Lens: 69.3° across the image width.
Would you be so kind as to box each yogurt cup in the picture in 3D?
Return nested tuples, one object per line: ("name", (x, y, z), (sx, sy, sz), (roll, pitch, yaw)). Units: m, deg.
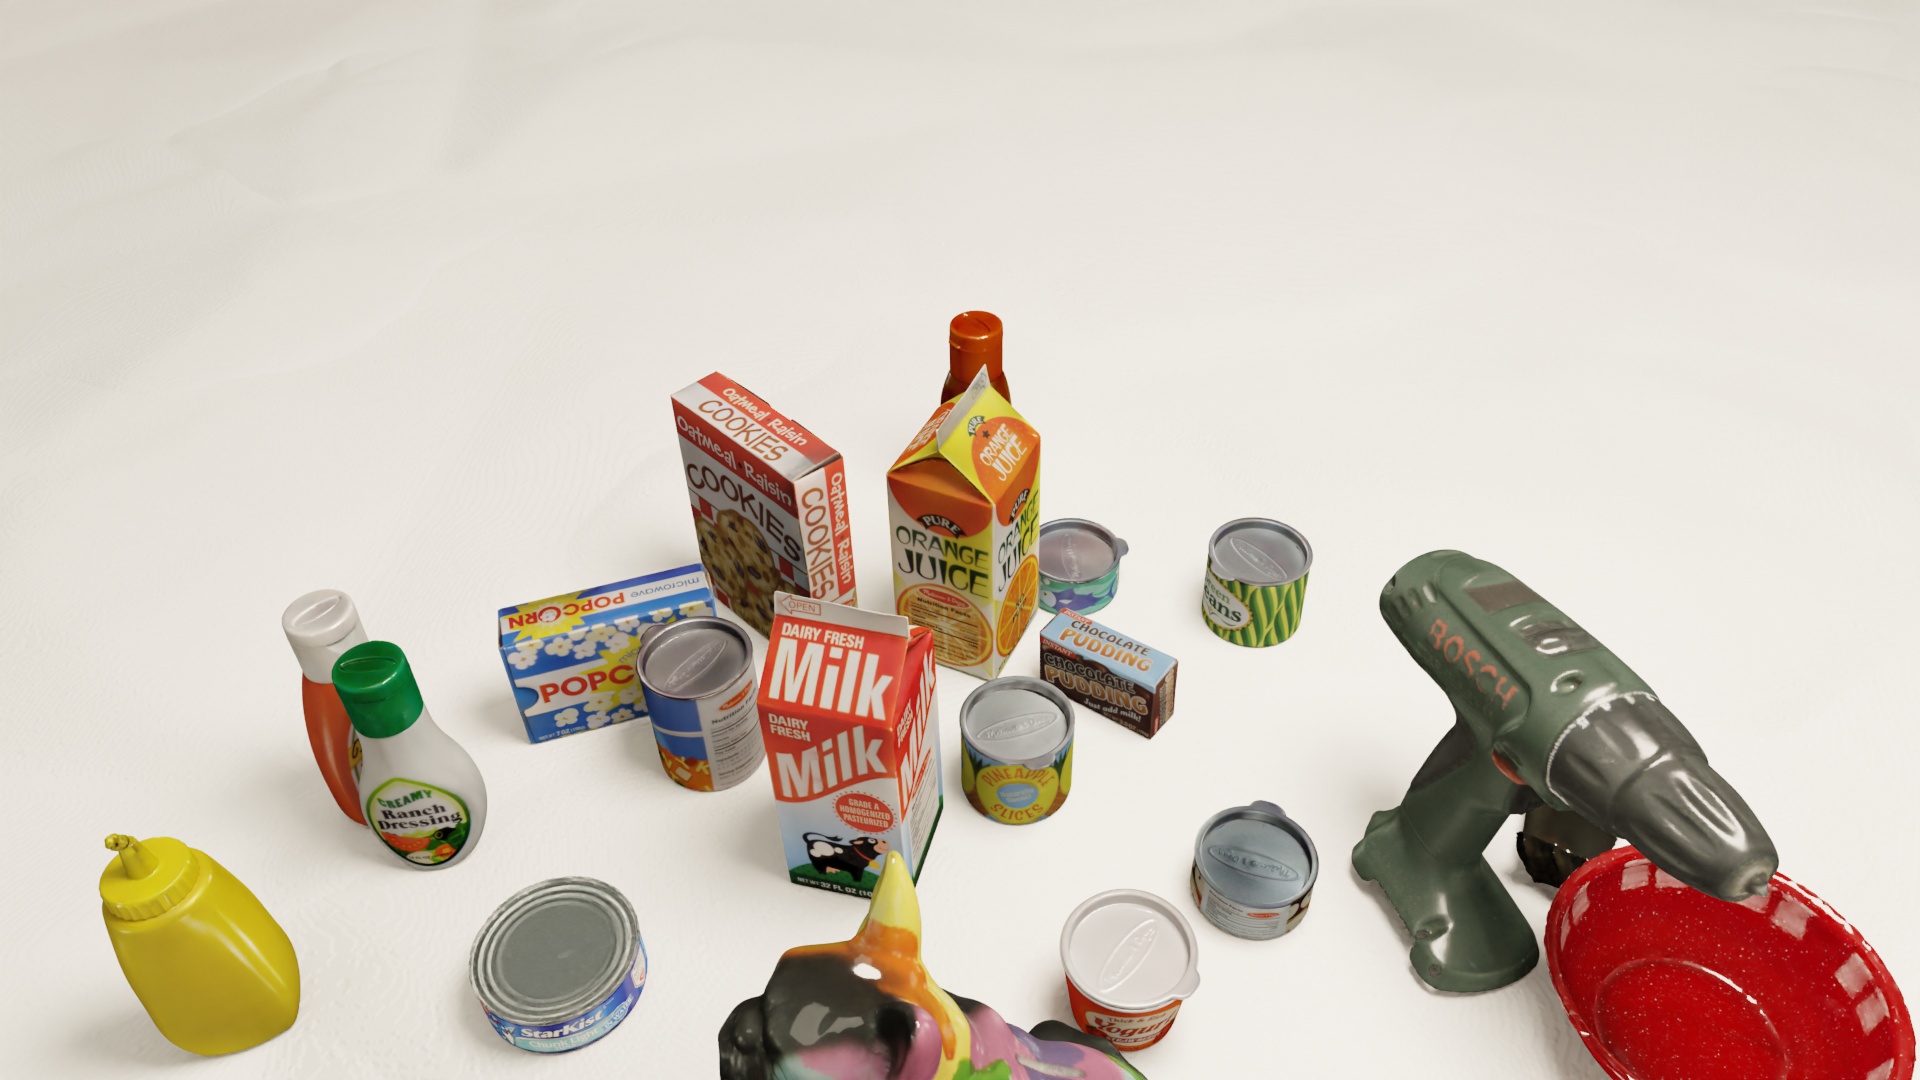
("yogurt cup", (0.083, 0.218, 0.696), (0.072, 0.053, 0.073), (-1, 41, 1))

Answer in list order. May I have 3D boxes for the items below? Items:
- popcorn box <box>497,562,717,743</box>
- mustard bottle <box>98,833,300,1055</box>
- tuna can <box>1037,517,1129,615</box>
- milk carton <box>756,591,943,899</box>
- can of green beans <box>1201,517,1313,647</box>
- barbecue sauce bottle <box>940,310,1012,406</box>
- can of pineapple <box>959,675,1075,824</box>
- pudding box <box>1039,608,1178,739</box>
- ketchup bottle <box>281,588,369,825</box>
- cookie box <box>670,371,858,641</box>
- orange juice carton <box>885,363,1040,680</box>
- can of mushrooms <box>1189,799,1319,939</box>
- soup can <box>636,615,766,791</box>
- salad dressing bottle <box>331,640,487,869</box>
("popcorn box", (-0.210, 0.069, 0.851), (0.127, 0.084, 0.038), (-13, 42, -13))
("mustard bottle", (-0.369, 0.186, 0.665), (0.065, 0.159, 0.049), (-16, 43, -16))
("tuna can", (0.078, 0.018, 0.941), (0.071, 0.032, 0.071), (-1, 41, 1))
("milk carton", (-0.055, 0.102, 0.729), (0.072, 0.189, 0.074), (9, 42, 12))
("can of green beans", (0.193, 0.027, 0.907), (0.071, 0.057, 0.071), (-1, 41, 1))
("barbecue sauce bottle", (0.011, -0.090, 0.978), (0.044, 0.147, 0.065), (-25, 46, -25))
("can of pineapple", (0.033, 0.123, 0.803), (0.071, 0.057, 0.071), (-1, 41, 1))
("pudding box", (0.091, 0.081, 0.855), (0.084, 0.049, 0.030), (25, 48, 27))
("ketchup bottle", (-0.338, 0.092, 0.780), (0.043, 0.148, 0.065), (25, 48, 27))
("cookie box", (-0.120, -0.009, 0.875), (0.040, 0.166, 0.123), (-33, 50, -31))
("orange juice carton", (0.003, -0.011, 0.855), (0.073, 0.191, 0.072), (16, 44, 19))
("can of mushrooms", (0.159, 0.178, 0.754), (0.071, 0.033, 0.071), (-1, 41, 1))
("soup can", (-0.153, 0.095, 0.820), (0.071, 0.083, 0.072), (-1, 41, 1))
("salad dressing bottle", (-0.299, 0.117, 0.751), (0.064, 0.146, 0.044), (-5, 41, -4))
